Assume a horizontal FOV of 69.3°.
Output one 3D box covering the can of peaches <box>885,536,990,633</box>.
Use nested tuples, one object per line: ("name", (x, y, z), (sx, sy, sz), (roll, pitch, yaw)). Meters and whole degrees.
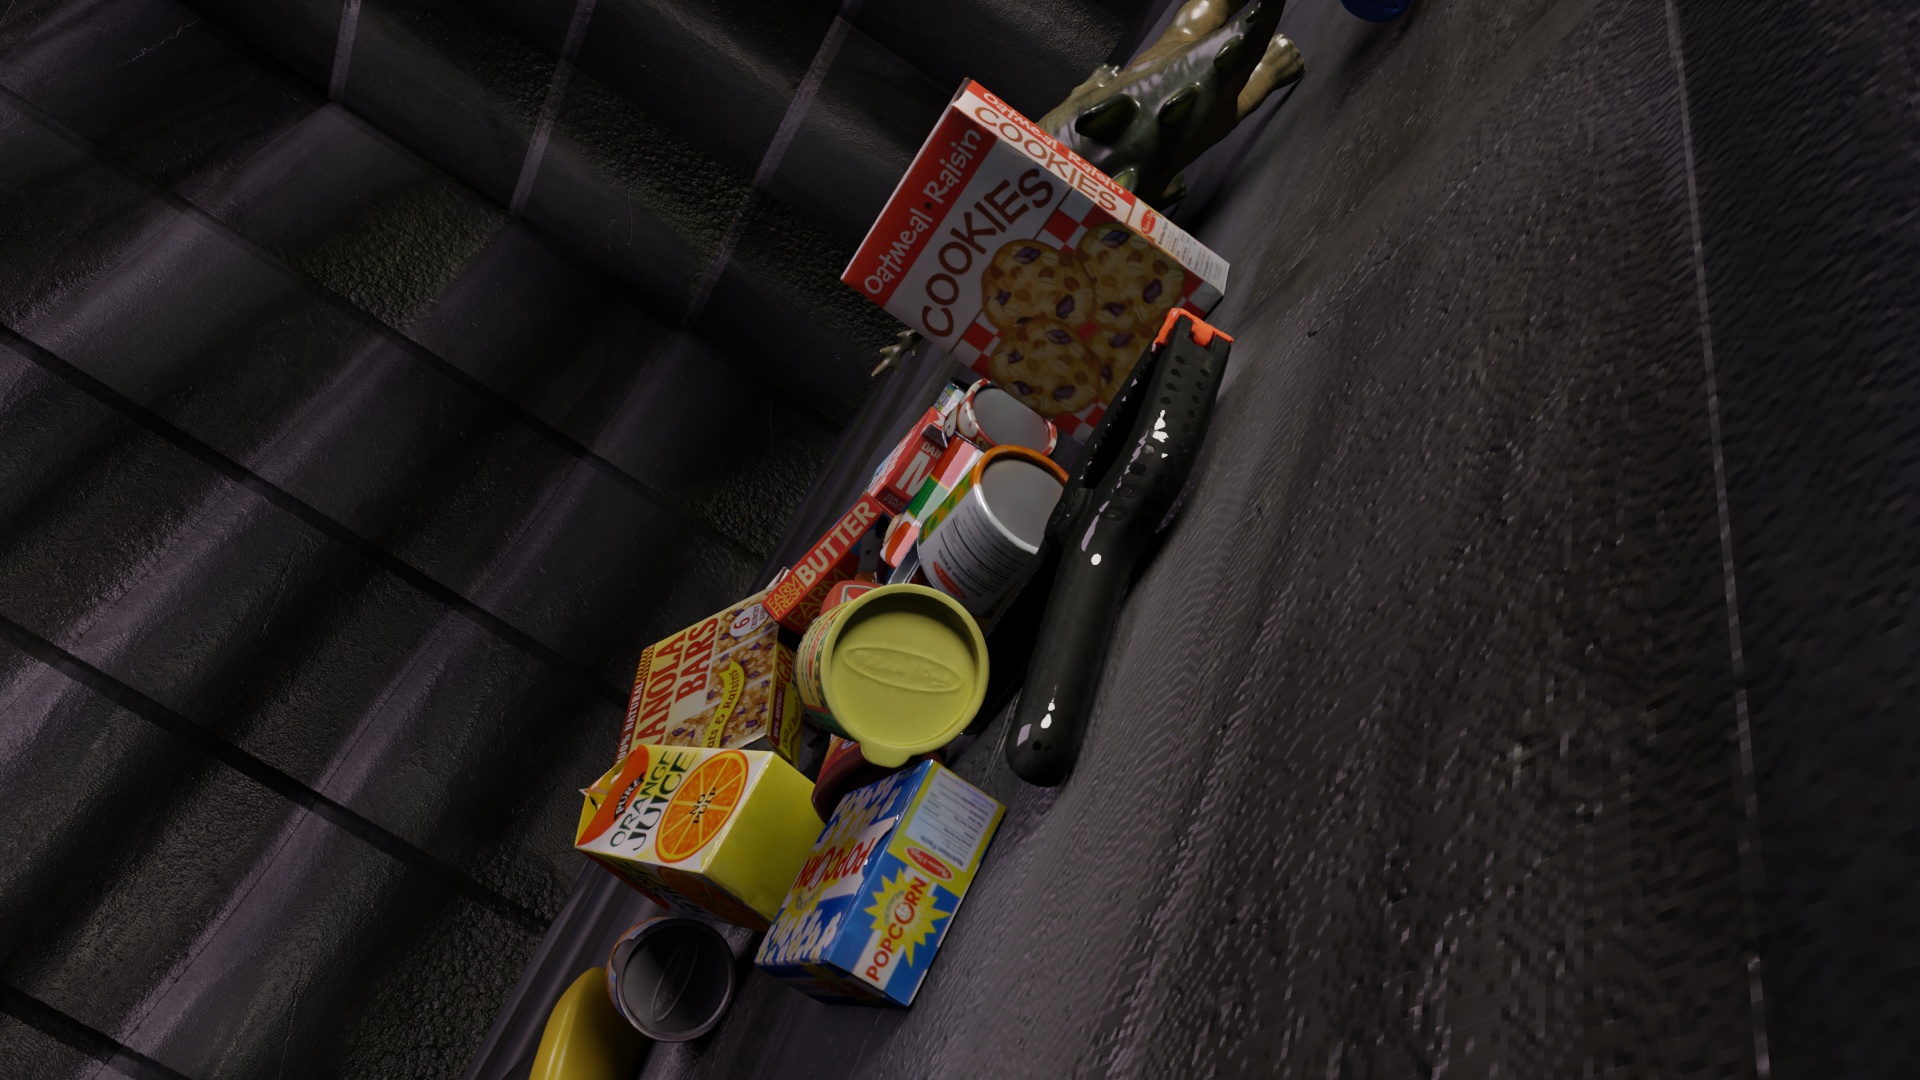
("can of peaches", (-0.004, 0.029, 0.721), (0.071, 0.058, 0.071), (-54, 10, 14))

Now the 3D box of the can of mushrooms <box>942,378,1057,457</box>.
("can of mushrooms", (0.025, -0.066, 0.870), (0.033, 0.071, 0.071), (-47, 13, 45))

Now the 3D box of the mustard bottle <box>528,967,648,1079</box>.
("mustard bottle", (-0.249, 0.355, 0.895), (0.048, 0.065, 0.161), (-47, 17, 30))

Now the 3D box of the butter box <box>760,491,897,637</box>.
("butter box", (-0.079, 0.021, 0.919), (0.103, 0.053, 0.024), (-46, 53, 1))

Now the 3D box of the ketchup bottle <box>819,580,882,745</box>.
("ketchup bottle", (-0.054, 0.081, 0.808), (0.149, 0.065, 0.043), (-93, 26, -60))

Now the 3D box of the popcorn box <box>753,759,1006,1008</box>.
("popcorn box", (-0.036, 0.142, 0.565), (0.085, 0.038, 0.126), (-60, 9, -25))

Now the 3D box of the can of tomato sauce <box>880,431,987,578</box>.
("can of tomato sauce", (0.003, -0.010, 0.791), (0.083, 0.071, 0.071), (-57, 9, 4))

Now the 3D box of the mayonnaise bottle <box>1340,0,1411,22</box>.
("mayonnaise bottle", (0.230, -0.327, 0.696), (0.148, 0.065, 0.041), (-64, 3, -18))

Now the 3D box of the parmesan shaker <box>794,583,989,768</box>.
("parmesan shaker", (-0.033, 0.057, 0.583), (0.071, 0.071, 0.103), (-59, 8, -12))

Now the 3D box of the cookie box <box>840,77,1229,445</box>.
("cookie box", (0.038, -0.143, 0.737), (0.122, 0.167, 0.040), (-50, 11, 38))

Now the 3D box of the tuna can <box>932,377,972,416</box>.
("tuna can", (0.010, -0.088, 1.006), (0.032, 0.071, 0.071), (-57, 9, 11))

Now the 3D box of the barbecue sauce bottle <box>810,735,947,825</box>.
("barbecue sauce bottle", (-0.034, 0.090, 0.706), (0.064, 0.043, 0.149), (-33, 15, 16))

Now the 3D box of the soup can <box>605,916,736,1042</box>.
("soup can", (-0.172, 0.251, 0.806), (0.071, 0.071, 0.083), (-61, 9, -22))

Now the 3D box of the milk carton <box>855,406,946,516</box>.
("milk carton", (-0.023, -0.031, 0.986), (0.074, 0.072, 0.190), (-61, 10, -24))

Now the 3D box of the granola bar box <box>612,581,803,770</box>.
("granola bar box", (-0.163, 0.111, 0.922), (0.124, 0.039, 0.166), (-26, 30, 13))

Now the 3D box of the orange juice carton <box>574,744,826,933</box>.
("orange juice carton", (-0.149, 0.165, 0.784), (0.192, 0.071, 0.073), (-8, 46, 50))

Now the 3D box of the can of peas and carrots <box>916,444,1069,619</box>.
("can of peas and carrots", (0.022, -0.005, 0.675), (0.058, 0.071, 0.071), (-48, 13, 43))
